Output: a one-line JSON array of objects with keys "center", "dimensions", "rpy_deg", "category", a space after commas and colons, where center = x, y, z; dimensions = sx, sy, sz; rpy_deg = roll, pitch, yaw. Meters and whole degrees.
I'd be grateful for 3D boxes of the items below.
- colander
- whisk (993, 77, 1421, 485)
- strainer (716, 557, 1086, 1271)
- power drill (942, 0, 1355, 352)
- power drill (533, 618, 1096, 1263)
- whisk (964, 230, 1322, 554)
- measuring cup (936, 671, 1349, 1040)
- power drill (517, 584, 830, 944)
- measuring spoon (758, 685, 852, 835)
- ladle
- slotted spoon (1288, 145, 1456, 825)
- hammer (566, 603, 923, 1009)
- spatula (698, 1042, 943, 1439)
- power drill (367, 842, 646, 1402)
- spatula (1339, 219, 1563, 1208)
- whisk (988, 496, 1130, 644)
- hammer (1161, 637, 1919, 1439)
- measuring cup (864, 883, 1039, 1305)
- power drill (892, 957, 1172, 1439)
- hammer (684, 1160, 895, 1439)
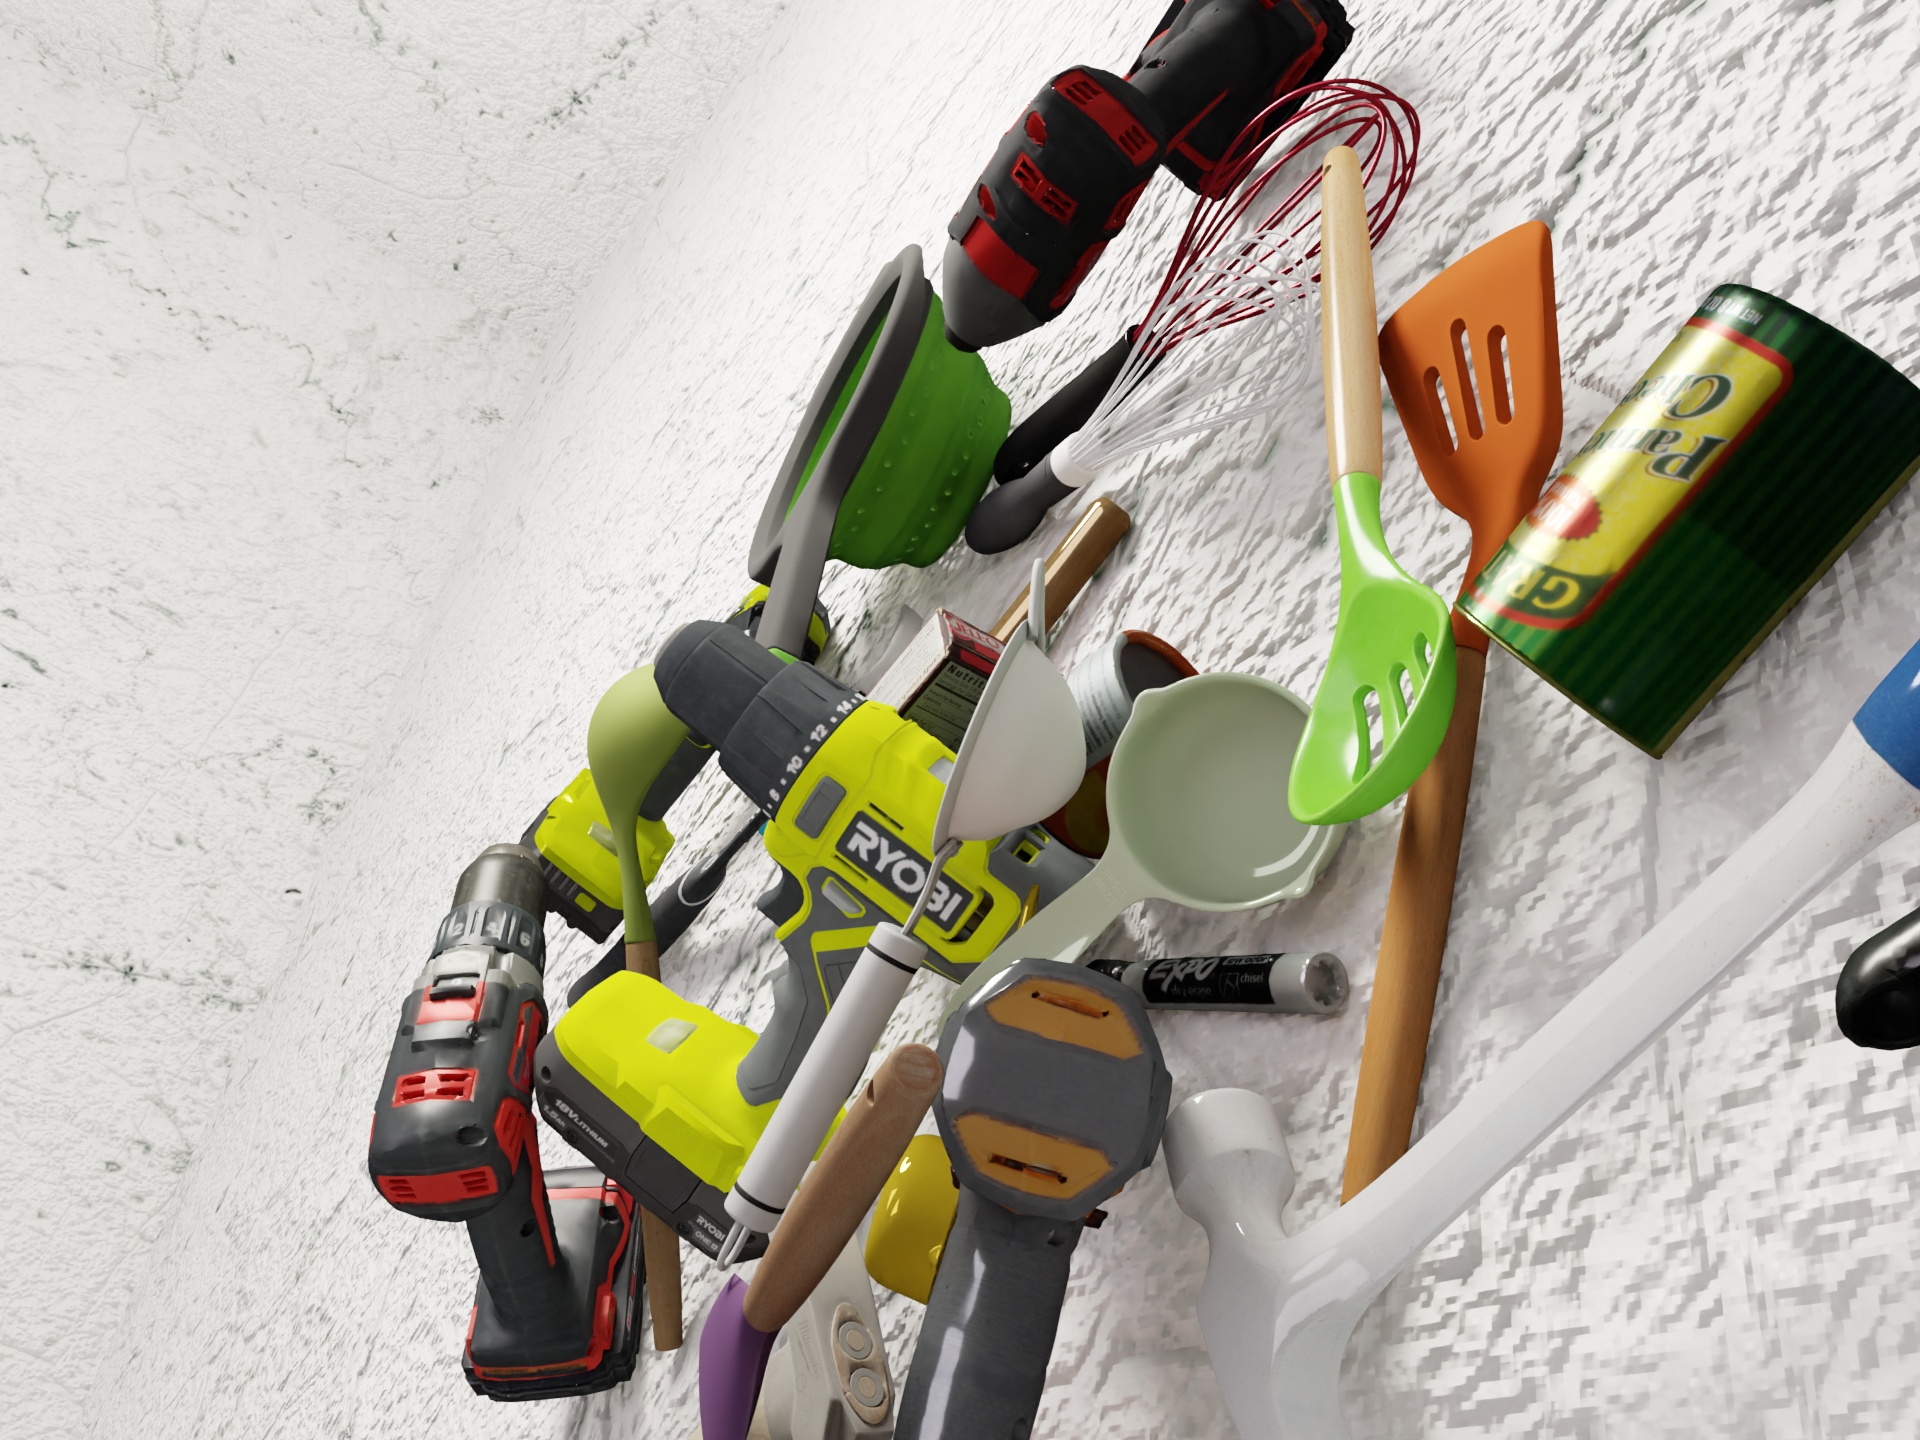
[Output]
[{"center": [-0.040, -0.102, 0.826], "dimensions": [0.204, 0.094, 0.397], "rpy_deg": [-54, 18, 34], "category": "colander"}, {"center": [0.098, -0.183, 0.732], "dimensions": [0.296, 0.073, 0.073], "rpy_deg": [-37, 34, 51], "category": "whisk"}, {"center": [-0.015, 0.069, 0.530], "dimensions": [0.258, 0.050, 0.087], "rpy_deg": [-61, -11, -2], "category": "strainer"}, {"center": [0.073, -0.251, 0.707], "dimensions": [0.220, 0.078, 0.143], "rpy_deg": [-48, 1, -34], "category": "power drill"}, {"center": [-0.078, 0.088, 0.638], "dimensions": [0.228, 0.190, 0.080], "rpy_deg": [-56, -7, 24], "category": "power drill"}, {"center": [0.070, -0.133, 0.725], "dimensions": [0.284, 0.070, 0.070], "rpy_deg": [-30, 39, 60], "category": "whisk"}, {"center": [0.058, 0.054, 0.527], "dimensions": [0.167, 0.038, 0.083], "rpy_deg": [-44, 69, 16], "category": "measuring cup"}, {"center": [-0.168, 0.019, 0.947], "dimensions": [0.223, 0.080, 0.171], "rpy_deg": [-48, 9, 11], "category": "power drill"}, {"center": [-0.085, 0.022, 0.905], "dimensions": [0.128, 0.021, 0.042], "rpy_deg": [-46, 29, 28], "category": "measuring spoon"}, {"center": [-0.138, 0.131, 0.754], "dimensions": [0.078, 0.062, 0.320], "rpy_deg": [162, 104, -65], "category": "ladle"}, {"center": [0.131, -0.095, 0.521], "dimensions": [0.070, 0.031, 0.314], "rpy_deg": [-51, 24, 48], "category": "slotted spoon"}, {"center": [-0.134, 0.076, 0.885], "dimensions": [0.409, 0.036, 0.149], "rpy_deg": [-44, 7, 45], "category": "hammer"}, {"center": [-0.051, 0.162, 0.453], "dimensions": [0.315, 0.018, 0.060], "rpy_deg": [115, 151, -51], "category": "spatula"}, {"center": [-0.206, 0.188, 0.746], "dimensions": [0.188, 0.080, 0.226], "rpy_deg": [-96, 1, -51], "category": "power drill"}, {"center": [0.139, -0.001, 0.476], "dimensions": [0.081, 0.041, 0.323], "rpy_deg": [-29, 40, 60], "category": "spatula"}, {"center": [0.000, -0.001, 0.746], "dimensions": [0.245, 0.051, 0.047], "rpy_deg": [-52, 0, 9], "category": "whisk"}, {"center": [0.177, 0.020, 0.308], "dimensions": [0.405, 0.035, 0.144], "rpy_deg": [-54, 24, 27], "category": "hammer"}, {"center": [-0.003, 0.129, 0.562], "dimensions": [0.062, 0.029, 0.156], "rpy_deg": [-27, -48, -79], "category": "measuring cup"}, {"center": [0.005, 0.186, 0.451], "dimensions": [0.185, 0.084, 0.226], "rpy_deg": [76, -151, -75], "category": "power drill"}, {"center": [-0.153, 0.342, 0.654], "dimensions": [0.410, 0.038, 0.146], "rpy_deg": [-49, 43, 31], "category": "hammer"}]
